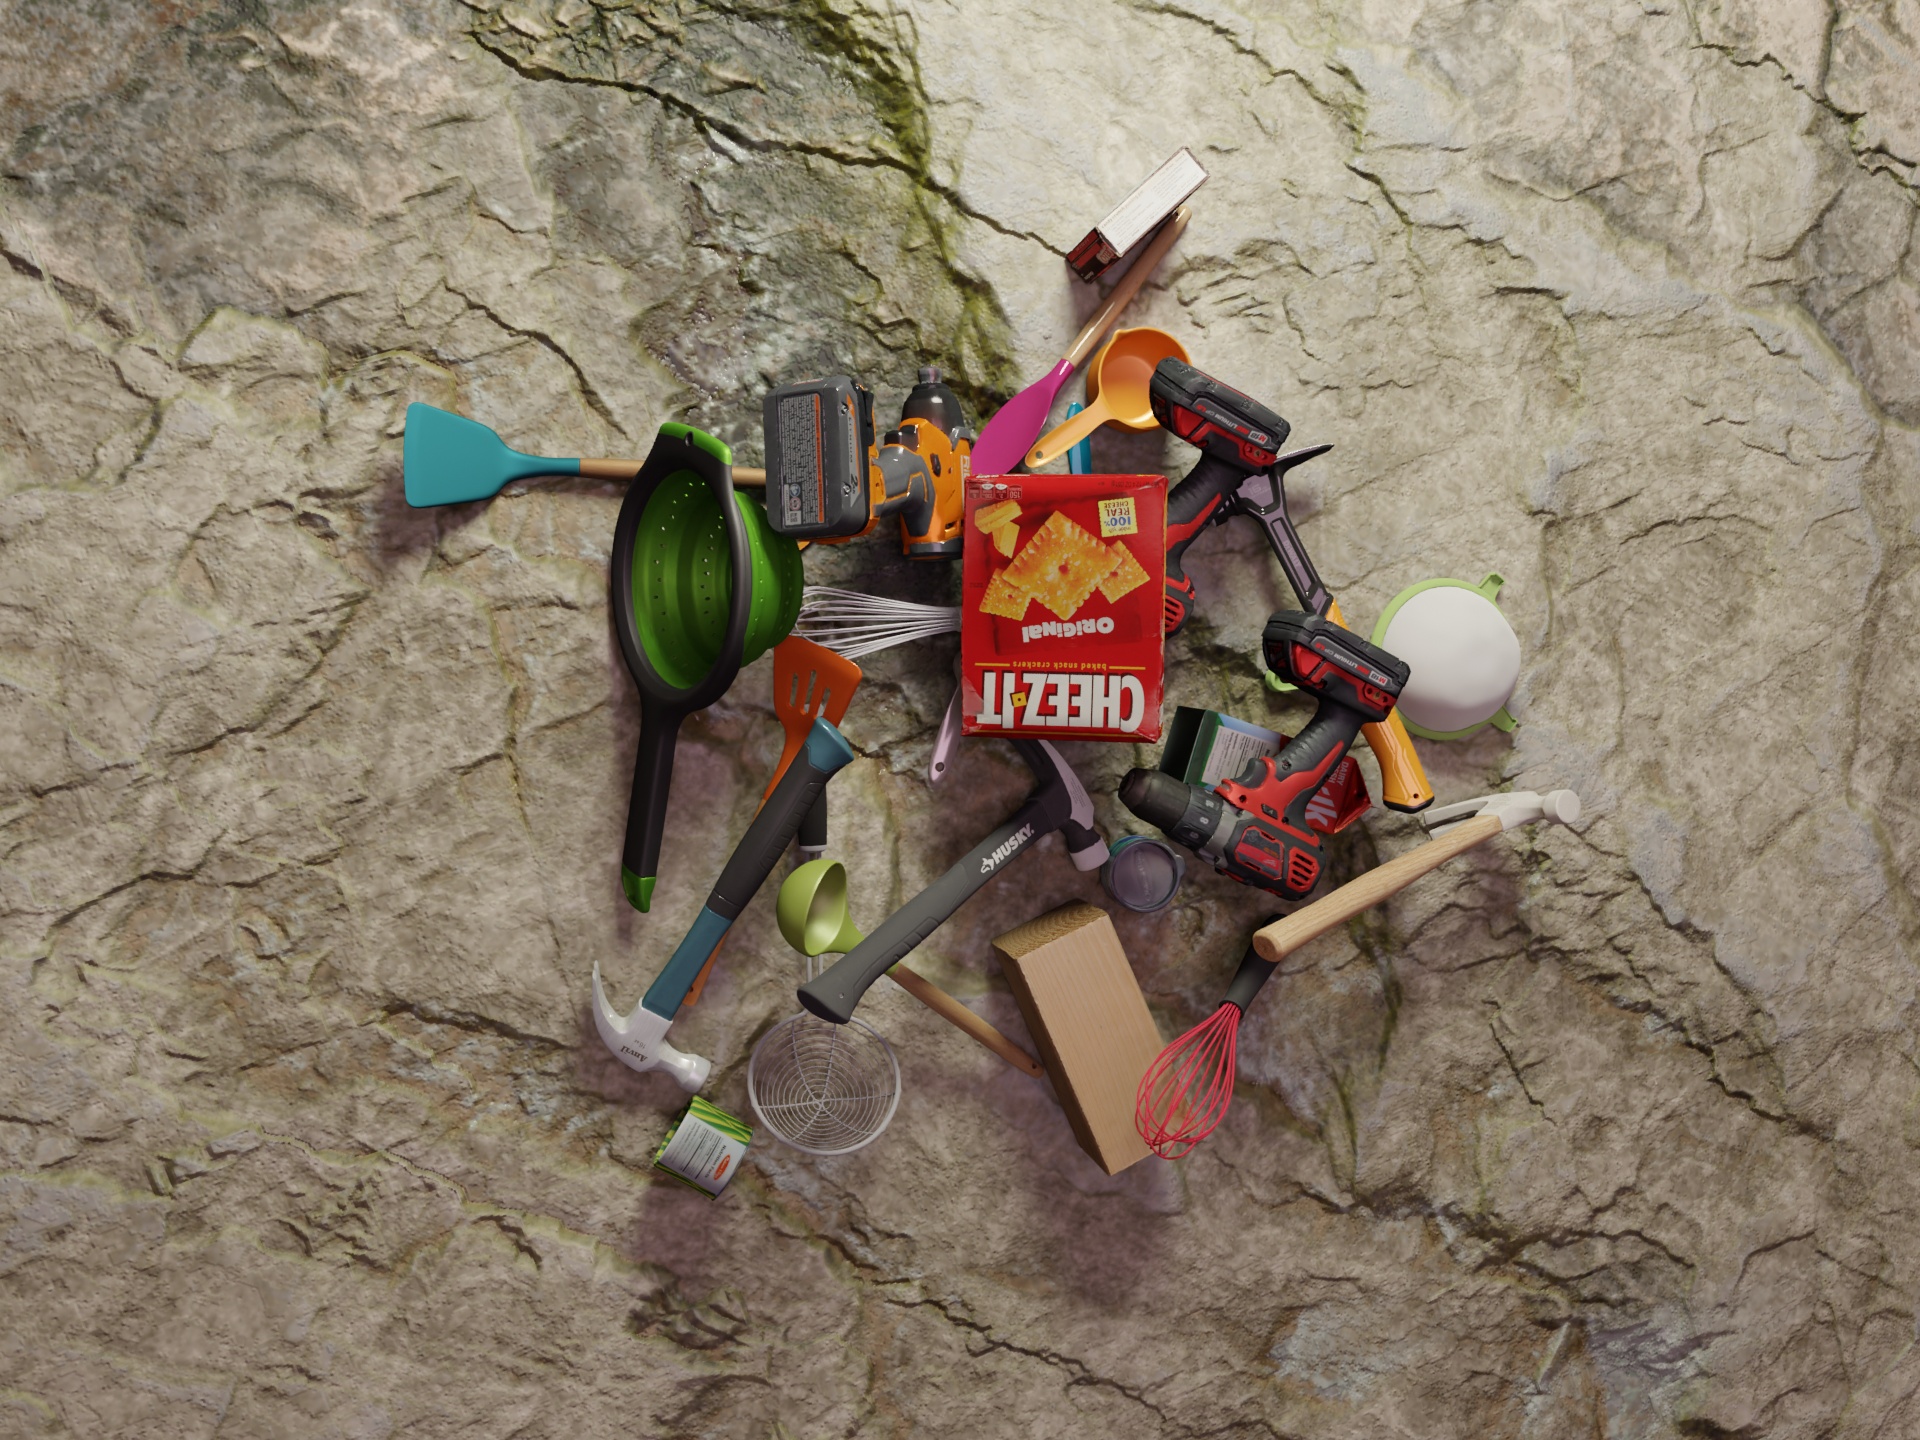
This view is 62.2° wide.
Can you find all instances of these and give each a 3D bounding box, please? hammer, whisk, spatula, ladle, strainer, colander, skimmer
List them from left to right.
[{"bbox_3d":[-0.281,-0.203,1.286,0.317,0.044,0.082,1,89,-15],"label":"spatula"},{"bbox_3d":[-0.204,-0.034,1.276,0.094,0.205,0.397,-3,111,-39],"label":"colander"},{"bbox_3d":[-0.185,0.143,1.283,0.128,0.033,0.331,31,100,-16],"label":"hammer"},{"bbox_3d":[-0.169,0.088,1.305,0.081,0.041,0.322,24,96,14],"label":"spatula"},{"bbox_3d":[-0.115,0.169,1.314,0.127,0.090,0.363,-1,92,-14],"label":"skimmer"},{"bbox_3d":[-0.030,0.218,1.313,0.319,0.062,0.078,40,59,-28],"label":"ladle"},{"bbox_3d":[-0.027,-0.086,1.349,0.284,0.070,0.070,-4,93,-18],"label":"whisk"},{"bbox_3d":[-0.009,0.132,1.290,0.335,0.035,0.146,-37,106,-38],"label":"hammer"},{"bbox_3d":[0.223,0.260,1.353,0.073,0.073,0.296,53,46,-10],"label":"whisk"},{"bbox_3d":[0.339,-0.076,1.406,0.127,0.034,0.337,-26,89,3],"label":"hammer"},{"bbox_3d":[0.383,0.131,1.385,0.331,0.130,0.031,-22,96,-28],"label":"hammer"},{"bbox_3d":[0.406,-0.050,1.442,0.256,0.069,0.151,-7,94,-15],"label":"strainer"}]

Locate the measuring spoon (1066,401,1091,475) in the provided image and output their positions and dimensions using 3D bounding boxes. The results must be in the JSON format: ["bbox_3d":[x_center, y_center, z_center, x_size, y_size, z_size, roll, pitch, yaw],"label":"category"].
[{"bbox_3d":[0.109,-0.215,1.390,0.042,0.021,0.128,-7,95,-13],"label":"measuring spoon"}]

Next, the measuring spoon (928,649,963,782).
[{"bbox_3d":[-0.002,-0.004,1.373,0.034,0.018,0.124,18,88,-14],"label":"measuring spoon"}]

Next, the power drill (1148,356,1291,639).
[{"bbox_3d":[0.168,-0.186,1.348,0.143,0.079,0.219,22,108,-21],"label":"power drill"}]

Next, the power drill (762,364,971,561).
[{"bbox_3d":[-0.062,-0.213,1.266,0.084,0.226,0.164,-1,91,29],"label":"power drill"}]

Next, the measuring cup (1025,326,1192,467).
[{"bbox_3d":[0.120,-0.269,1.377,0.173,0.052,0.095,-36,100,-8],"label":"measuring cup"}]

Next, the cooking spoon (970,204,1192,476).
[{"bbox_3d":[0.108,-0.327,1.377,0.319,0.069,0.017,-54,130,-11],"label":"cooking spoon"}]

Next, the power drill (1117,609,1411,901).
[{"bbox_3d":[0.253,0.020,1.332,0.187,0.080,0.227,26,90,-13],"label":"power drill"}]

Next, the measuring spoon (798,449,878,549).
[{"bbox_3d":[-0.111,-0.187,1.347,0.021,0.011,0.117,40,86,-12],"label":"measuring spoon"}]
